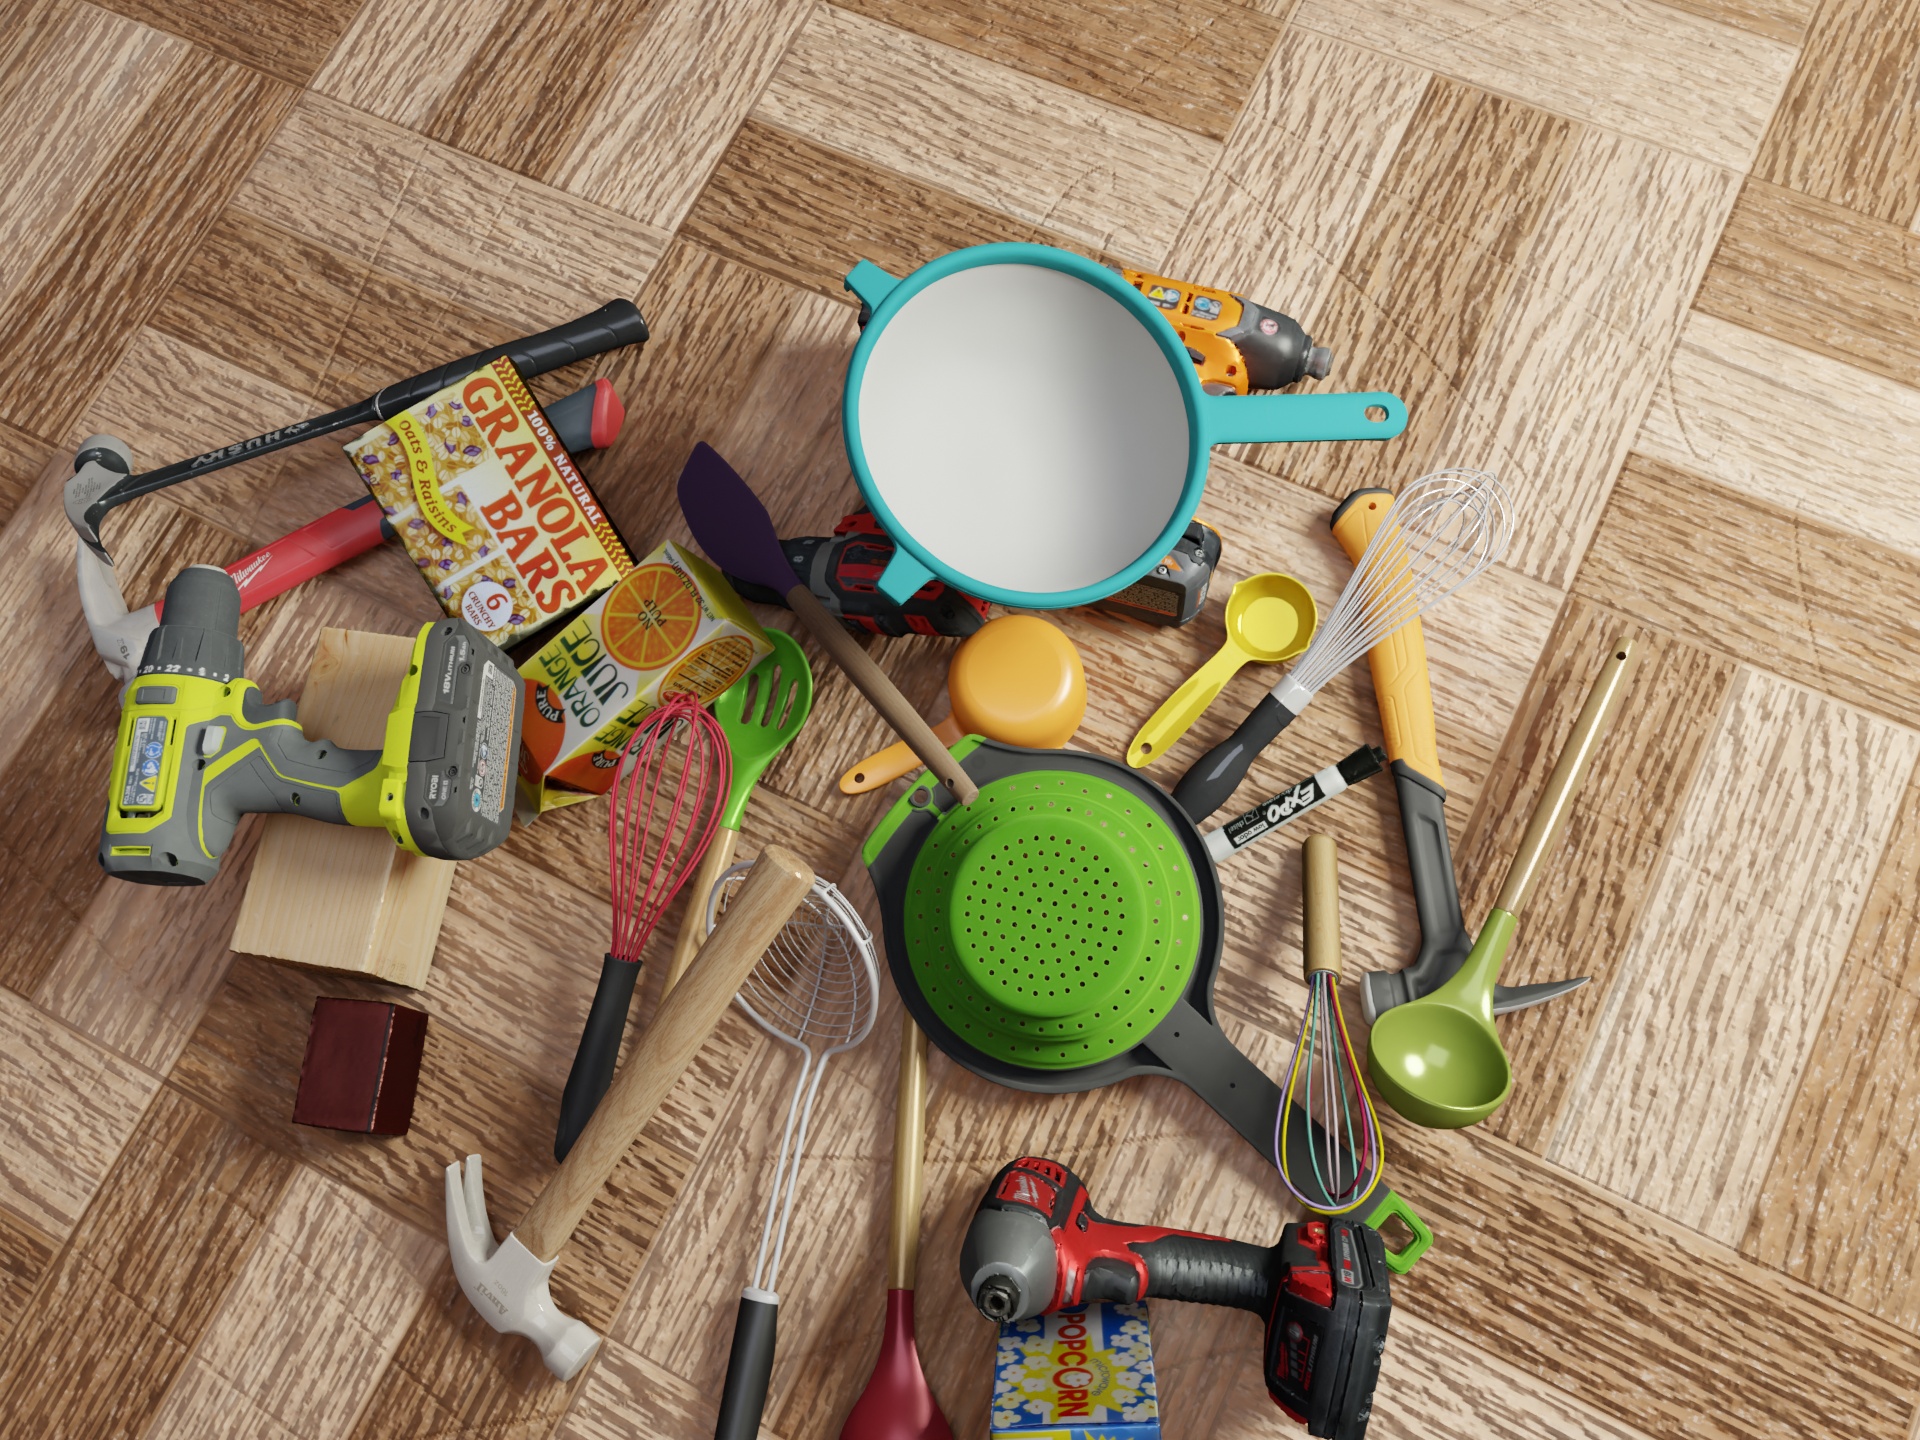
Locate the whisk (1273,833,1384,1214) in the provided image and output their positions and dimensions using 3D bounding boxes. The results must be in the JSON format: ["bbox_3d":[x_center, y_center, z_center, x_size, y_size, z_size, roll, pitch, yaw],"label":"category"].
[{"bbox_3d":[0.207,0.163,0.889,0.051,0.047,0.245,32,43,-22],"label":"whisk"}]

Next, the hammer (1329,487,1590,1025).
[{"bbox_3d":[0.285,0.013,0.974,0.127,0.034,0.337,-7,73,5],"label":"hammer"}]

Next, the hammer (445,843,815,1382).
[{"bbox_3d":[-0.187,0.211,0.912,0.130,0.031,0.331,36,99,14],"label":"hammer"}]

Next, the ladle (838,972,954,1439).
[{"bbox_3d":[-0.032,0.303,0.924,0.069,0.031,0.316,0,72,7],"label":"ladle"}]

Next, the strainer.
[{"bbox_3d":[0.091,-0.164,0.937,0.340,0.095,0.211,-4,82,-15],"label":"strainer"}]

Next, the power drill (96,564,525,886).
[{"bbox_3d":[-0.381,-0.001,0.931,0.228,0.080,0.191,-1,73,7],"label":"power drill"}]

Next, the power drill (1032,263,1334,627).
[{"bbox_3d":[0.140,-0.180,1.025,0.164,0.084,0.227,15,72,10],"label":"power drill"}]

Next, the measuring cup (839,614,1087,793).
[{"bbox_3d":[-0.002,-0.003,0.998,0.173,0.052,0.095,-28,73,-5],"label":"measuring cup"}]

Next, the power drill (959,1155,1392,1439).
[{"bbox_3d":[0.109,0.299,0.843,0.220,0.143,0.078,11,96,11],"label":"power drill"}]

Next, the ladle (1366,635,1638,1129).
[{"bbox_3d":[0.321,0.083,0.902,0.078,0.062,0.320,24,75,20],"label":"ladle"}]

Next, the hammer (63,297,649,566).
[{"bbox_3d":[-0.412,-0.210,1.090,0.409,0.036,0.149,-20,39,-5],"label":"hammer"}]

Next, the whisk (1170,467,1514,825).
[{"bbox_3d":[0.221,-0.040,0.957,0.070,0.070,0.284,44,100,16],"label":"whisk"}]

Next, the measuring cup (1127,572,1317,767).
[{"bbox_3d":[0.163,-0.027,1.009,0.062,0.029,0.156,44,94,14],"label":"measuring cup"}]

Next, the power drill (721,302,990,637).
[{"bbox_3d":[-0.049,-0.164,1.032,0.188,0.080,0.227,8,74,28],"label":"power drill"}]

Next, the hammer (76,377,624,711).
[{"bbox_3d":[-0.415,-0.147,1.093,0.386,0.038,0.143,-28,71,-3],"label":"hammer"}]

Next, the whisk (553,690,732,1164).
[{"bbox_3d":[-0.199,0.125,0.965,0.073,0.073,0.296,14,87,10],"label":"whisk"}]

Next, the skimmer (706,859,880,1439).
[{"bbox_3d":[-0.122,0.266,0.910,0.127,0.090,0.363,0,73,36],"label":"skimmer"}]

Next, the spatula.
[{"bbox_3d":[-0.088,-0.060,0.975,0.316,0.018,0.059,48,122,27],"label":"spatula"}]

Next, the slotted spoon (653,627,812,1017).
[{"bbox_3d":[-0.156,0.093,0.999,0.070,0.031,0.314,11,76,20],"label":"slotted spoon"}]

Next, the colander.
[{"bbox_3d":[0.110,0.166,0.897,0.397,0.094,0.204,42,88,10],"label":"colander"}]
